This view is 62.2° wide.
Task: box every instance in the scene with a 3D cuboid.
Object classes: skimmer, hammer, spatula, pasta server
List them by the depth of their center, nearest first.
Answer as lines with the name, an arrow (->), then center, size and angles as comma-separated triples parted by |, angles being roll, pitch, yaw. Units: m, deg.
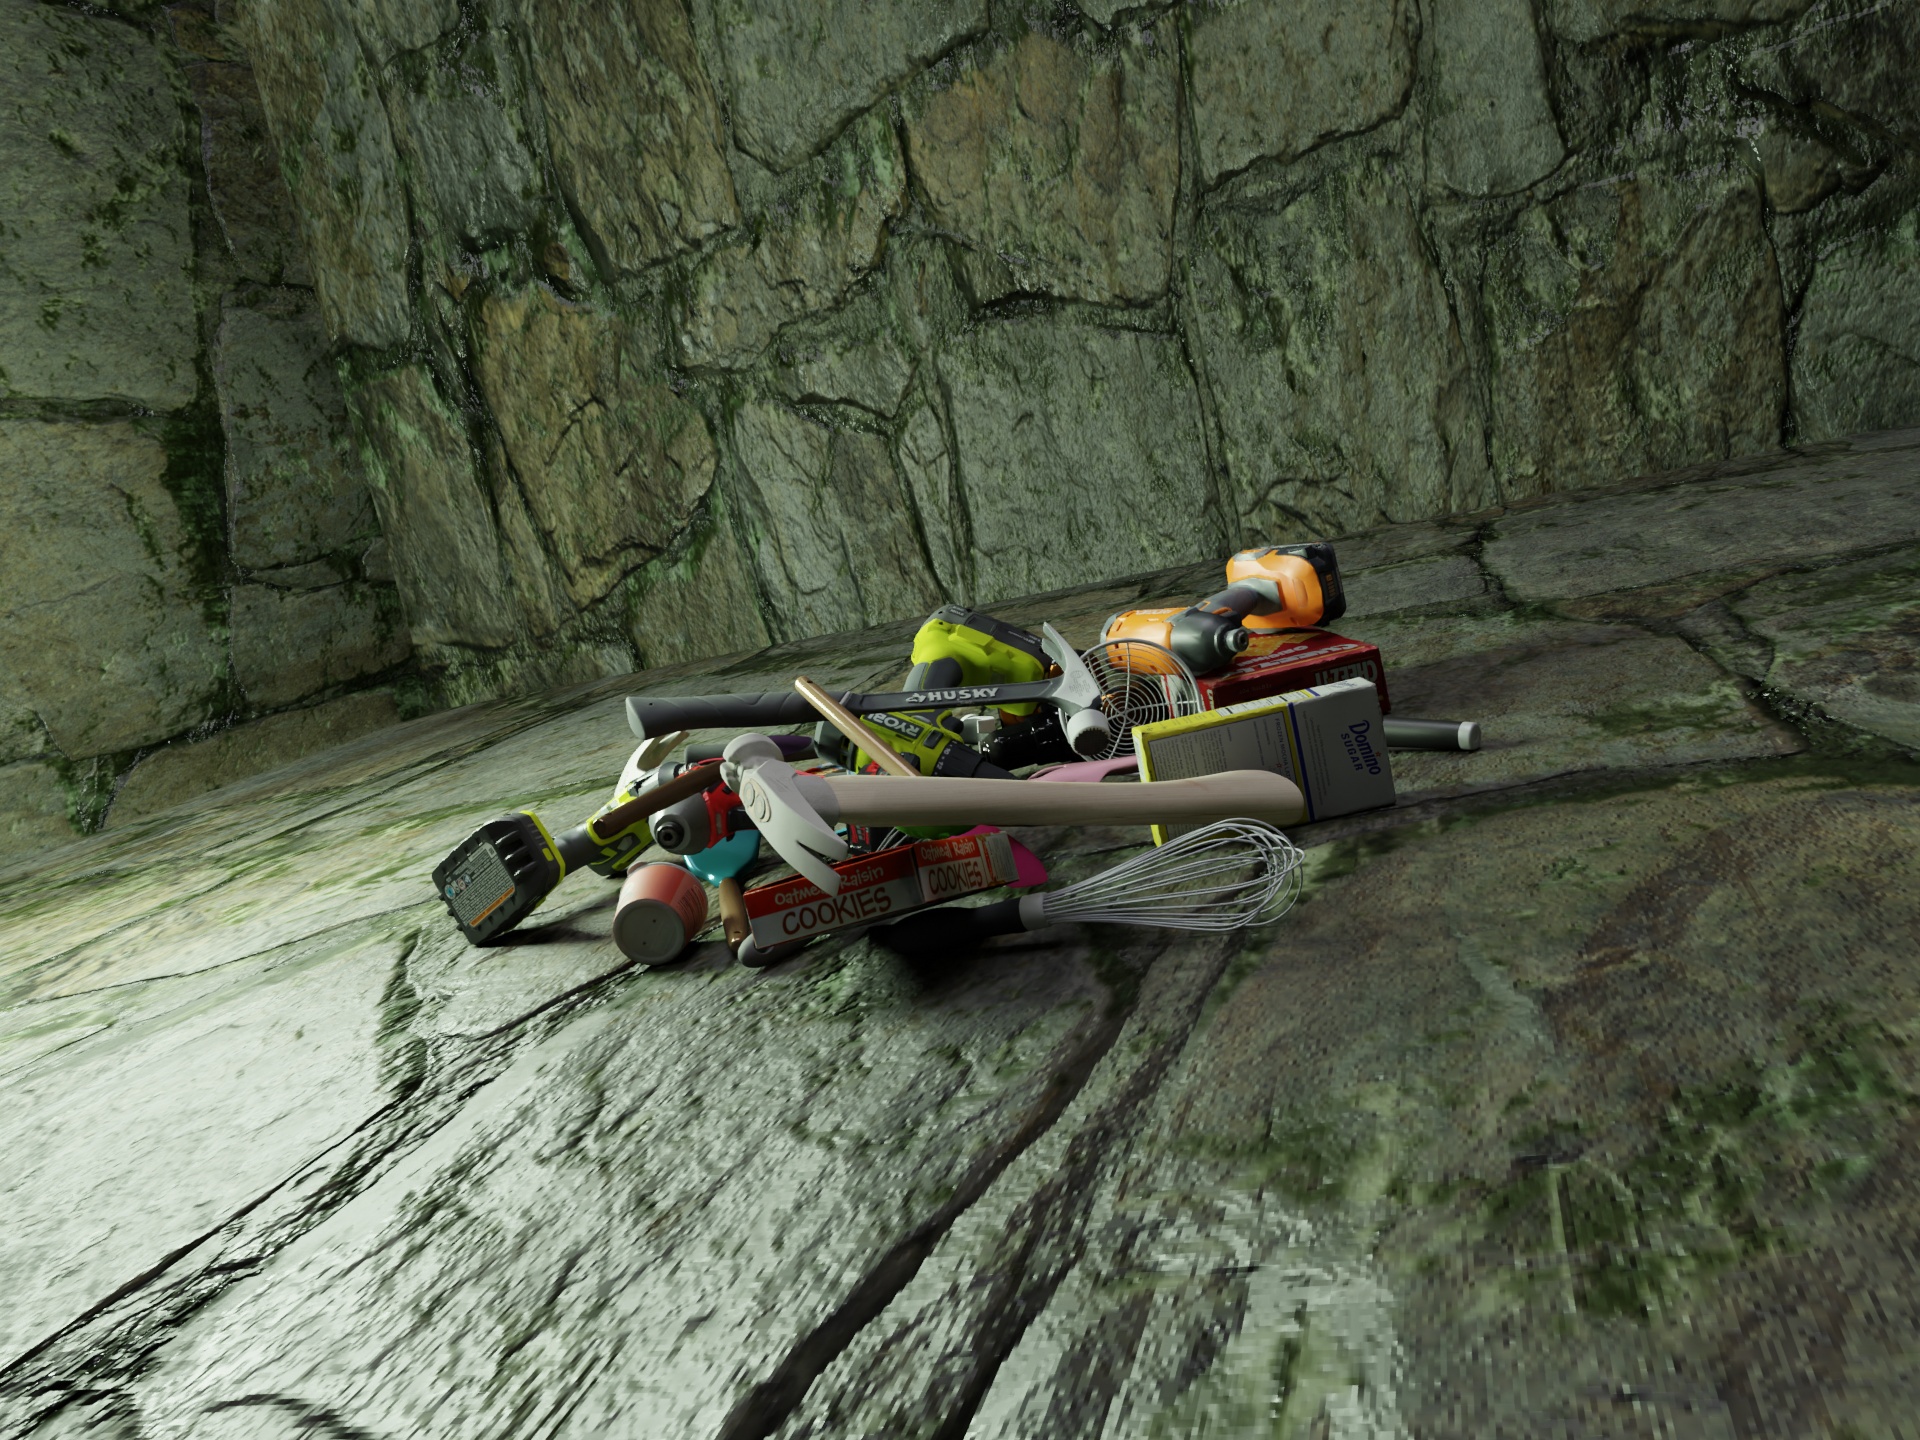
hammer -> 0.063, 0.057, 1.010 | 0.410, 0.038, 0.146 | 2, 23, -31
spatula -> -0.202, 0.045, 1.278 | 0.060, 0.018, 0.316 | 2, 12, 21
spatula -> -0.190, 0.130, 1.290 | 0.082, 0.044, 0.318 | -4, 9, -11
pasta server -> 0.190, 0.034, 1.313 | 0.316, 0.040, 0.060 | -12, 8, 18
skimmer -> 0.252, -0.004, 1.351 | 0.363, 0.127, 0.090 | 4, -13, 42
hammer -> -0.083, -0.019, 1.379 | 0.409, 0.036, 0.149 | -3, 42, -7
hammer -> -0.232, 0.081, 1.522 | 0.331, 0.130, 0.031 | 9, -11, 46
hammer -> -0.124, 0.026, 1.689 | 0.334, 0.035, 0.146 | -5, 3, -9

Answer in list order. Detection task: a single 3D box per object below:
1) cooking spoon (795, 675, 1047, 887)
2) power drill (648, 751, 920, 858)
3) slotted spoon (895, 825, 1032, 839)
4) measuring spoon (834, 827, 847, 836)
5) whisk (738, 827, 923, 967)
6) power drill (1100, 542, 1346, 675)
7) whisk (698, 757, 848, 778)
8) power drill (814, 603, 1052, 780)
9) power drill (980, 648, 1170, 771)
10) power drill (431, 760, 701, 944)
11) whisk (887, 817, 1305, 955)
cooking spoon -> -0.042, 0.042, 1.249 | 0.068, 0.017, 0.319 | -7, 32, -39
power drill -> -0.146, 0.077, 1.321 | 0.219, 0.078, 0.143 | -1, 11, 6
slotted spoon -> 0.031, 0.070, 1.174 | 0.070, 0.031, 0.313 | 3, -1, 26
measuring spoon -> -0.084, 0.102, 1.424 | 0.128, 0.021, 0.042 | -19, 4, 22
whisk -> -0.077, 0.124, 1.175 | 0.055, 0.055, 0.239 | -5, 16, 41
power drill -> 0.266, -0.102, 1.523 | 0.226, 0.084, 0.164 | -25, 16, -32
whisk -> -0.151, 0.065, 1.595 | 0.296, 0.073, 0.073 | -5, 11, 14
power drill -> -0.002, -0.005, 1.464 | 0.190, 0.080, 0.229 | 22, 39, 13
power drill -> 0.093, -0.005, 1.628 | 0.185, 0.084, 0.226 | -16, 14, -9
power drill -> -0.337, 0.105, 1.410 | 0.171, 0.080, 0.223 | -37, -6, 36
whisk -> 0.077, 0.114, 0.995 | 0.284, 0.070, 0.070 | -15, 7, 25
